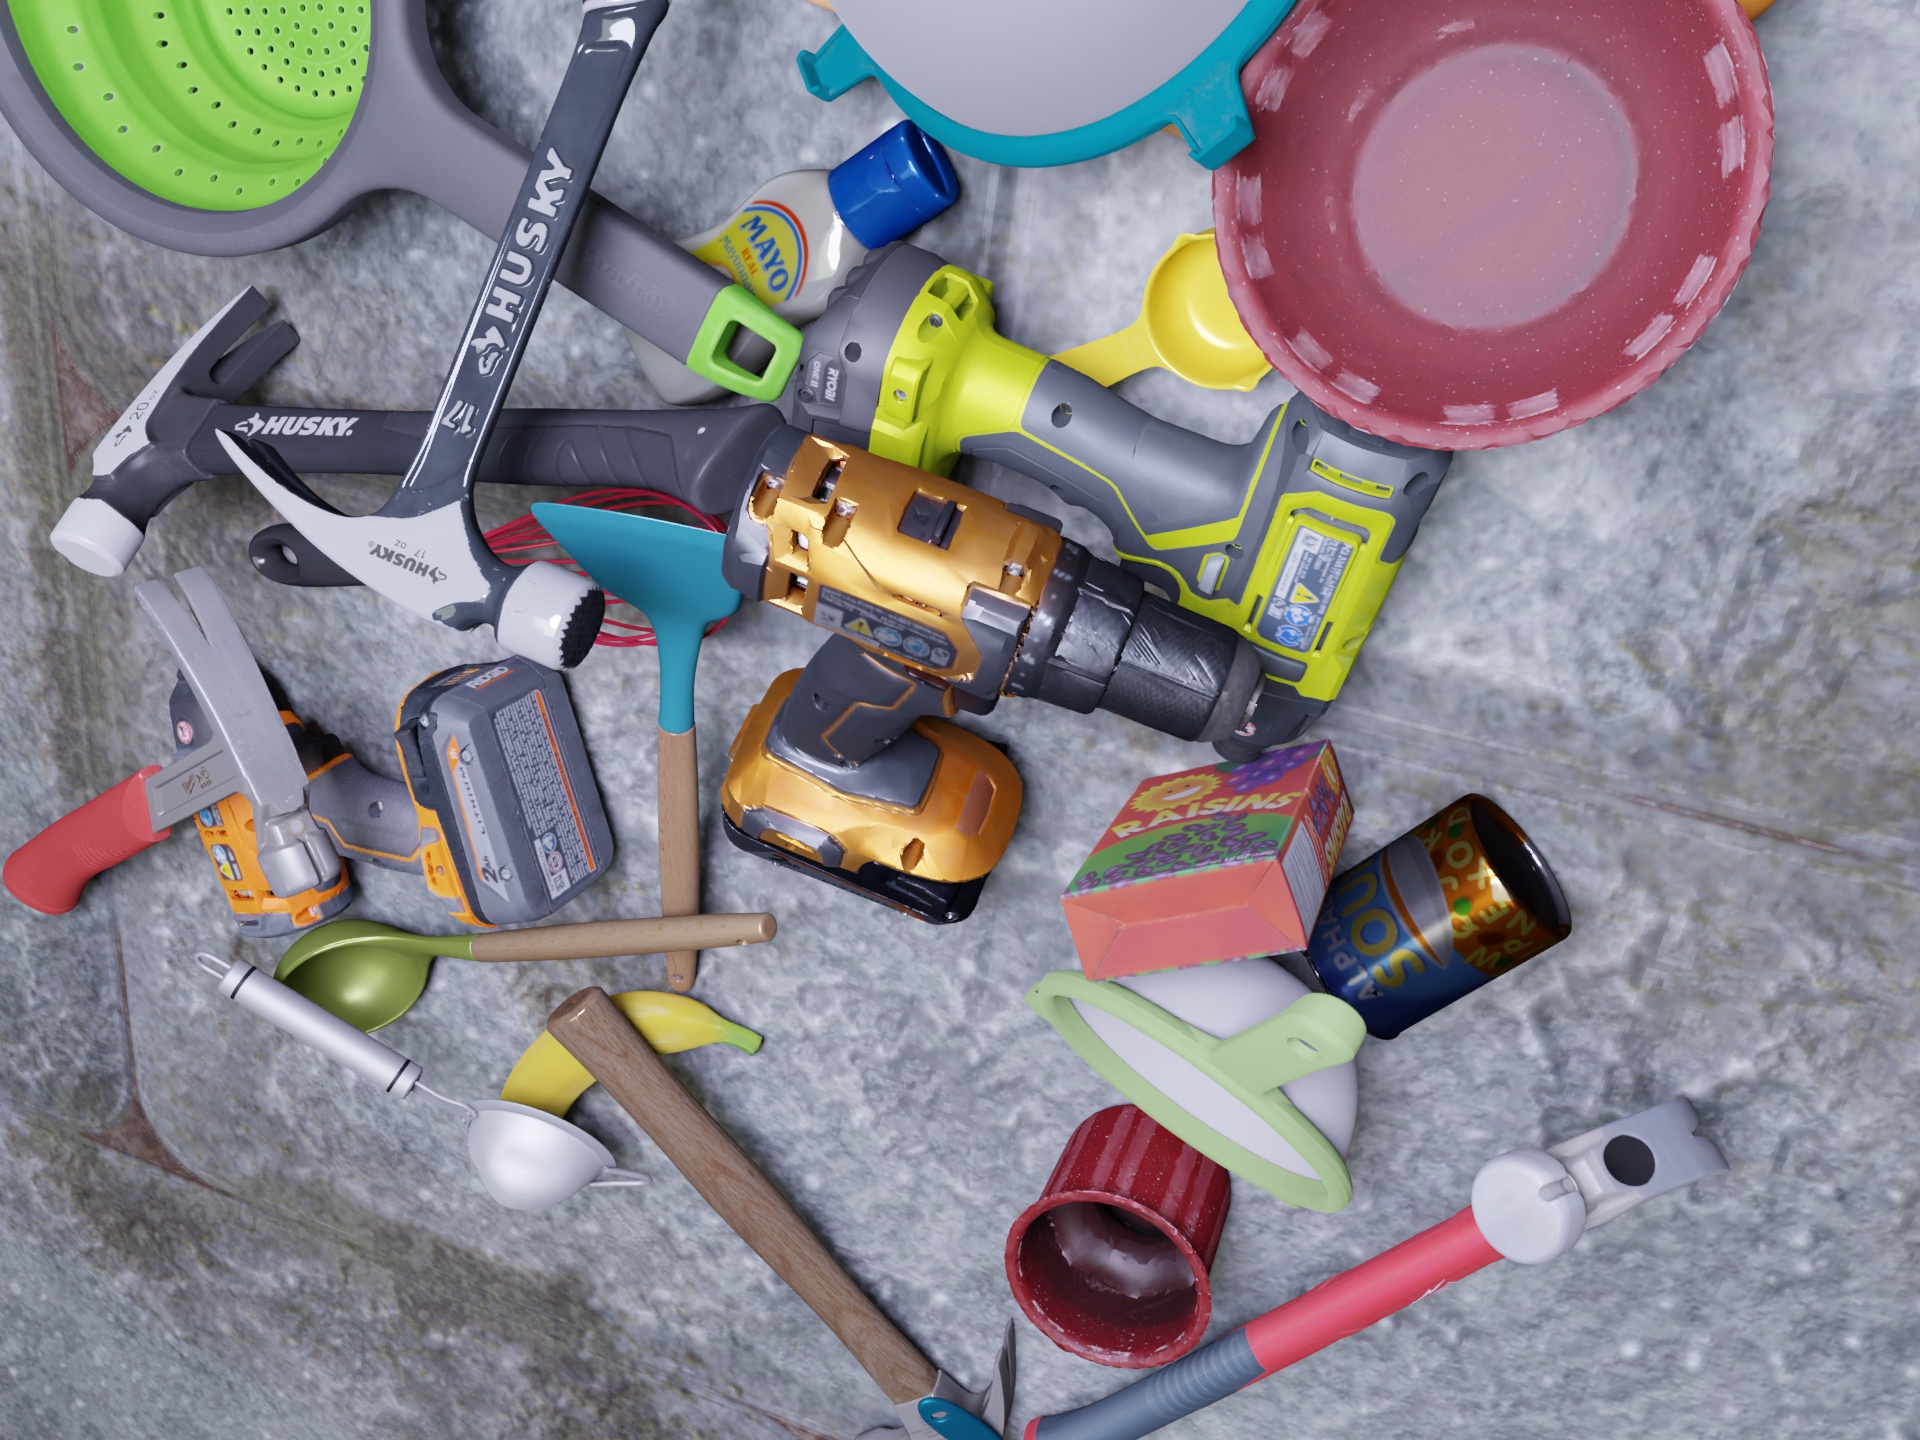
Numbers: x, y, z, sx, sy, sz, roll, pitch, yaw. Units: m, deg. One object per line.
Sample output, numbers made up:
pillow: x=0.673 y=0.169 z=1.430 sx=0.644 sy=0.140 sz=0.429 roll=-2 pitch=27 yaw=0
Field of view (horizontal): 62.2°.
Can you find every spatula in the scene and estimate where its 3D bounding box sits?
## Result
spatula: x=-0.129 y=0.027 z=0.696 sx=0.082 sy=0.044 sz=0.317 roll=10 pitch=133 yaw=3
spatula: x=0.077 y=-0.218 z=0.566 sx=0.323 sy=0.041 sz=0.081 roll=24 pitch=113 yaw=12

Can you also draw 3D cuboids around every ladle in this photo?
ladle: x=-0.222 y=0.123 z=0.790 sx=0.320 sy=0.062 sz=0.078 roll=-8 pitch=150 yaw=31

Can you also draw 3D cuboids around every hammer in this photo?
hammer: x=-0.220 y=-0.118 z=0.654 sx=0.335 sy=0.146 sz=0.035 roll=6 pitch=150 yaw=25
hammer: x=-0.128 y=-0.232 z=0.555 sx=0.149 sy=0.036 sz=0.409 roll=22 pitch=93 yaw=8
hammer: x=-0.428 y=0.041 z=0.812 sx=0.359 sy=0.037 sz=0.149 roll=-17 pitch=99 yaw=44
hammer: x=0.158 y=0.271 z=0.714 sx=0.386 sy=0.143 sz=0.038 roll=-48 pitch=56 yaw=40
hammer: x=-0.089 y=0.263 z=0.810 sx=0.130 sy=0.031 sz=0.331 roll=-31 pitch=105 yaw=26

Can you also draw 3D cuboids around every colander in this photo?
colander: x=-0.223 y=-0.253 z=0.642 sx=0.397 sy=0.094 sz=0.204 roll=33 pitch=117 yaw=1

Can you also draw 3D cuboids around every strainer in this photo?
strainer: x=0.116 y=0.115 z=0.613 sx=0.151 sy=0.069 sz=0.256 roll=37 pitch=161 yaw=7
strainer: x=0.030 y=-0.347 z=0.471 sx=0.211 sy=0.095 sz=0.340 roll=26 pitch=108 yaw=36
strainer: x=-0.279 y=0.191 z=0.815 sx=0.258 sy=0.050 sz=0.087 roll=34 pitch=138 yaw=-8

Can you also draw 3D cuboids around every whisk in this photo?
whisk: x=-0.223 y=-0.074 z=0.736 sx=0.296 sy=0.073 sz=0.073 roll=5 pitch=113 yaw=27

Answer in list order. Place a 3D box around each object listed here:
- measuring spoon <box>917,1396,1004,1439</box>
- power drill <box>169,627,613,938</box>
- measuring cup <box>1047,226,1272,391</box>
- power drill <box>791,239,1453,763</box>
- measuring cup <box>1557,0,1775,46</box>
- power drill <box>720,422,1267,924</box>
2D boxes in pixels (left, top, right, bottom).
measuring spoon: x=0.016 y=0.381 z=0.812 sx=0.042 sy=0.021 sz=0.128 roll=-30 pitch=125 yaw=13
power drill: x=-0.298 y=0.026 z=0.791 sx=0.226 sy=0.084 sz=0.164 roll=-4 pitch=109 yaw=27
measuring cup: x=0.061 y=-0.143 z=0.617 sx=0.156 sy=0.029 sz=0.062 roll=-16 pitch=109 yaw=38
power drill: x=0.050 y=-0.076 z=0.604 sx=0.223 sy=0.080 sz=0.171 roll=23 pitch=137 yaw=9
measuring cup: x=0.194 y=-0.284 z=0.486 sx=0.095 sy=0.052 sz=0.173 roll=-38 pitch=96 yaw=29
power drill: x=-0.001 y=-0.002 z=0.604 sx=0.185 sy=0.084 sz=0.226 roll=21 pitch=149 yaw=1
